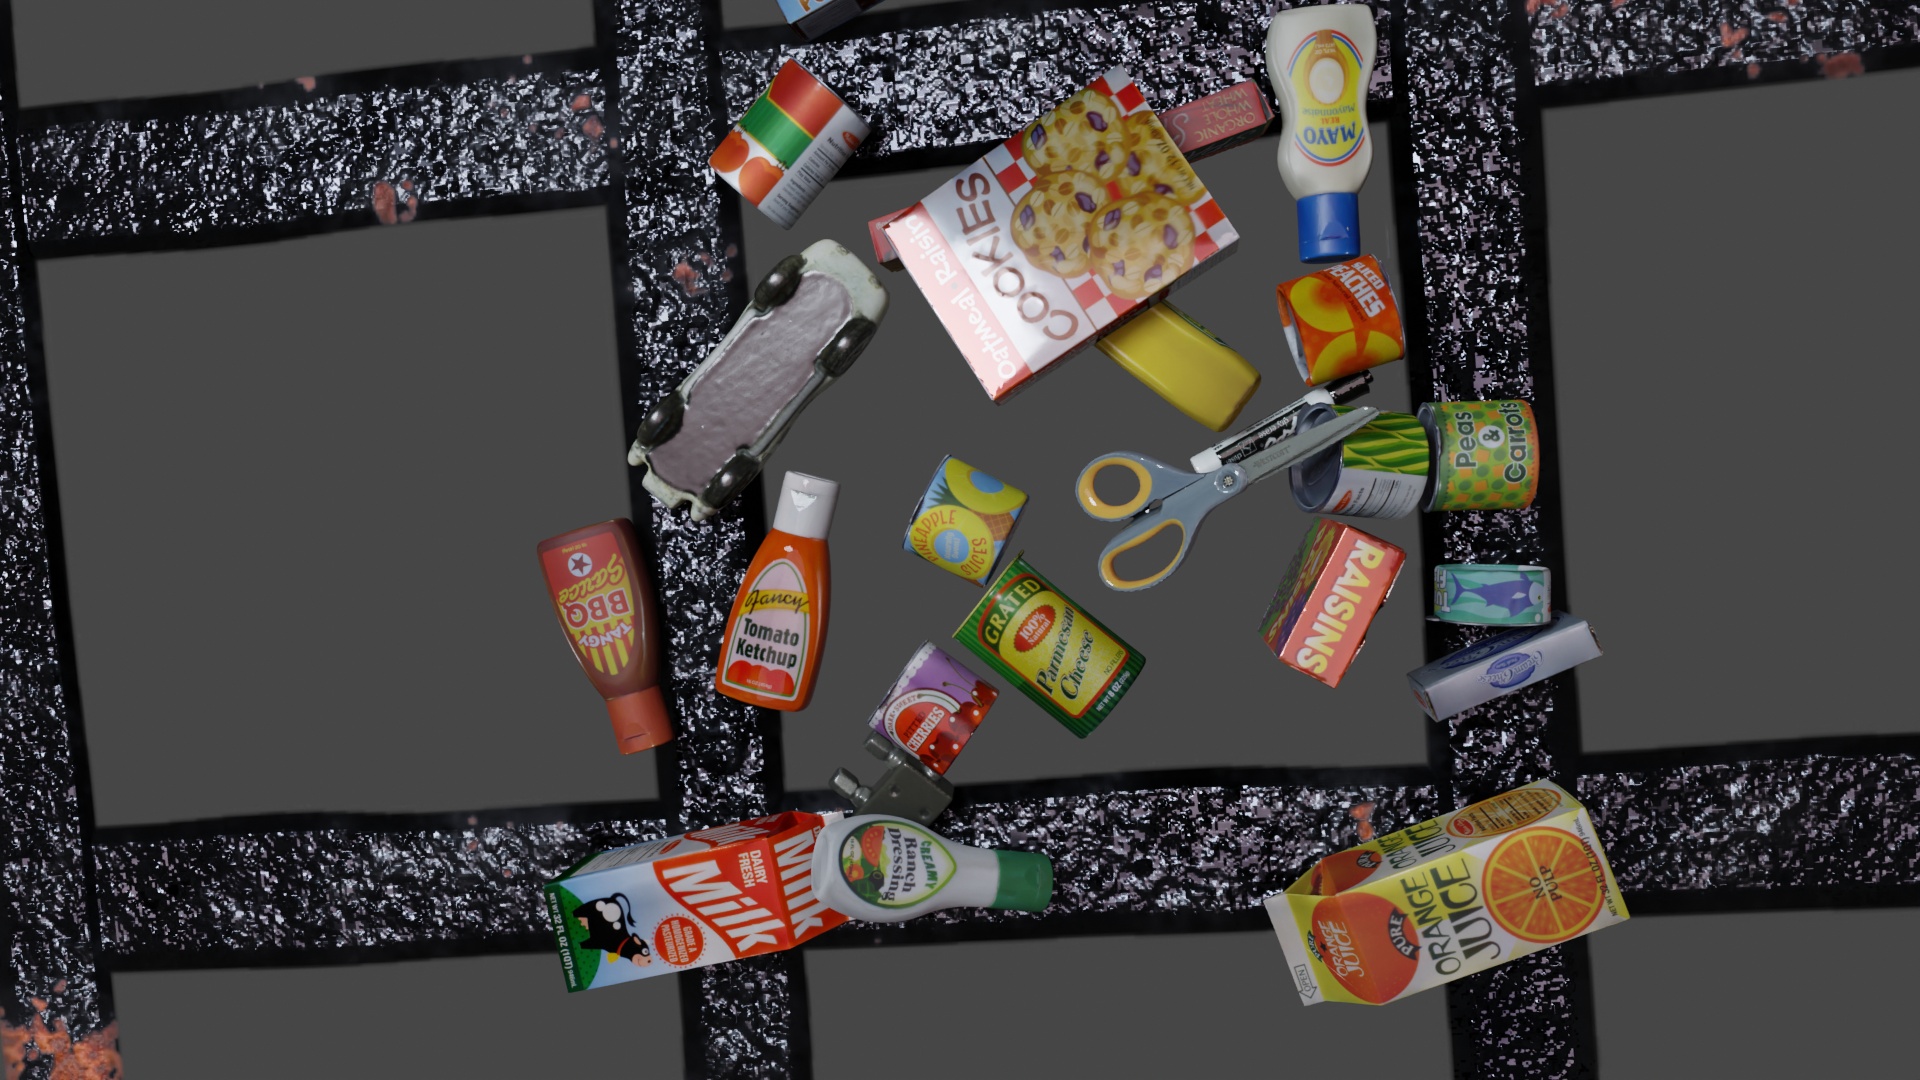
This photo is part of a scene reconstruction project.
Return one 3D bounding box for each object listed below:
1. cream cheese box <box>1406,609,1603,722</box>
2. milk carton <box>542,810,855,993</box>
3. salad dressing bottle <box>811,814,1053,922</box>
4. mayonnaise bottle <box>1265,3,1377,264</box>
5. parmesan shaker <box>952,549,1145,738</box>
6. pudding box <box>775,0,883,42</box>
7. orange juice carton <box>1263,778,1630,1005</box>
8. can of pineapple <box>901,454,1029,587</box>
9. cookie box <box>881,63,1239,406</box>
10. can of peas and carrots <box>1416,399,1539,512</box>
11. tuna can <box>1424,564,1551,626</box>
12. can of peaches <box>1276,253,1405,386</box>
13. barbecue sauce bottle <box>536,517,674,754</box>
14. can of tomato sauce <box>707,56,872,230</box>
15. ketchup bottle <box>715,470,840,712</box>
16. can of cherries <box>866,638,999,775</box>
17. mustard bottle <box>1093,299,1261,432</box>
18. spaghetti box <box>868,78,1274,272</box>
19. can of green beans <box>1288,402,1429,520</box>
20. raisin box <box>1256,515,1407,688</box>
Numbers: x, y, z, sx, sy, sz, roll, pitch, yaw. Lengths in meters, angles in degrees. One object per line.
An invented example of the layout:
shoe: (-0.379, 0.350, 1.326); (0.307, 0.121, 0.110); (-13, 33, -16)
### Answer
cream cheese box: (0.325, 0.074, 0.835); (0.104, 0.053, 0.024); (-24, 92, 7)
milk carton: (-0.158, 0.226, 0.888); (0.190, 0.073, 0.072); (-14, 91, 7)
salad dressing bottle: (-0.016, 0.206, 0.862); (0.148, 0.043, 0.064); (10, 63, -18)
mayonnaise bottle: (0.220, -0.243, 0.838); (0.065, 0.041, 0.148); (-3, 92, 5)
parmesan shaker: (0.057, 0.064, 0.860); (0.103, 0.071, 0.071); (38, 97, 3)
pudding box: (-0.072, -0.346, 0.862); (0.083, 0.050, 0.030); (-26, 92, 8)
orange juice carton: (0.285, 0.217, 0.837); (0.192, 0.073, 0.072); (-22, 90, 8)
can of pineapple: (0.003, -0.011, 0.860); (0.058, 0.071, 0.071); (26, 96, 5)
cookie box: (0.057, -0.174, 0.807); (0.167, 0.040, 0.123); (-33, 84, 7)
can of peas and carrots: (0.305, -0.051, 0.823); (0.059, 0.071, 0.071); (-2, 93, 6)
tuna can: (0.314, 0.032, 0.828); (0.071, 0.071, 0.033); (0, 92, 7)
can of peaches: (0.226, -0.132, 0.828); (0.058, 0.071, 0.071); (-17, 91, 8)
barbecue sauce bottle: (-0.224, 0.063, 0.903); (0.065, 0.044, 0.148); (-16, 91, 6)
can of tomato sauce: (-0.107, -0.247, 0.864); (0.071, 0.071, 0.083); (42, 97, 3)
ketchup bottle: (-0.111, 0.031, 0.889); (0.065, 0.043, 0.148); (14, 94, 6)
can of cherries: (-0.017, 0.106, 0.867); (0.058, 0.071, 0.071); (36, 96, 3)
mustard bottle: (0.108, -0.129, 0.847); (0.160, 0.065, 0.048); (38, 100, 8)
spaghetti box: (0.066, -0.222, 0.853); (0.250, 0.050, 0.028); (-19, 92, 7)
can of green beans: (0.236, -0.047, 0.826); (0.058, 0.071, 0.071); (5, 94, -13)
raisin box: (0.214, 0.033, 0.811); (0.040, 0.123, 0.086); (27, 96, 5)
